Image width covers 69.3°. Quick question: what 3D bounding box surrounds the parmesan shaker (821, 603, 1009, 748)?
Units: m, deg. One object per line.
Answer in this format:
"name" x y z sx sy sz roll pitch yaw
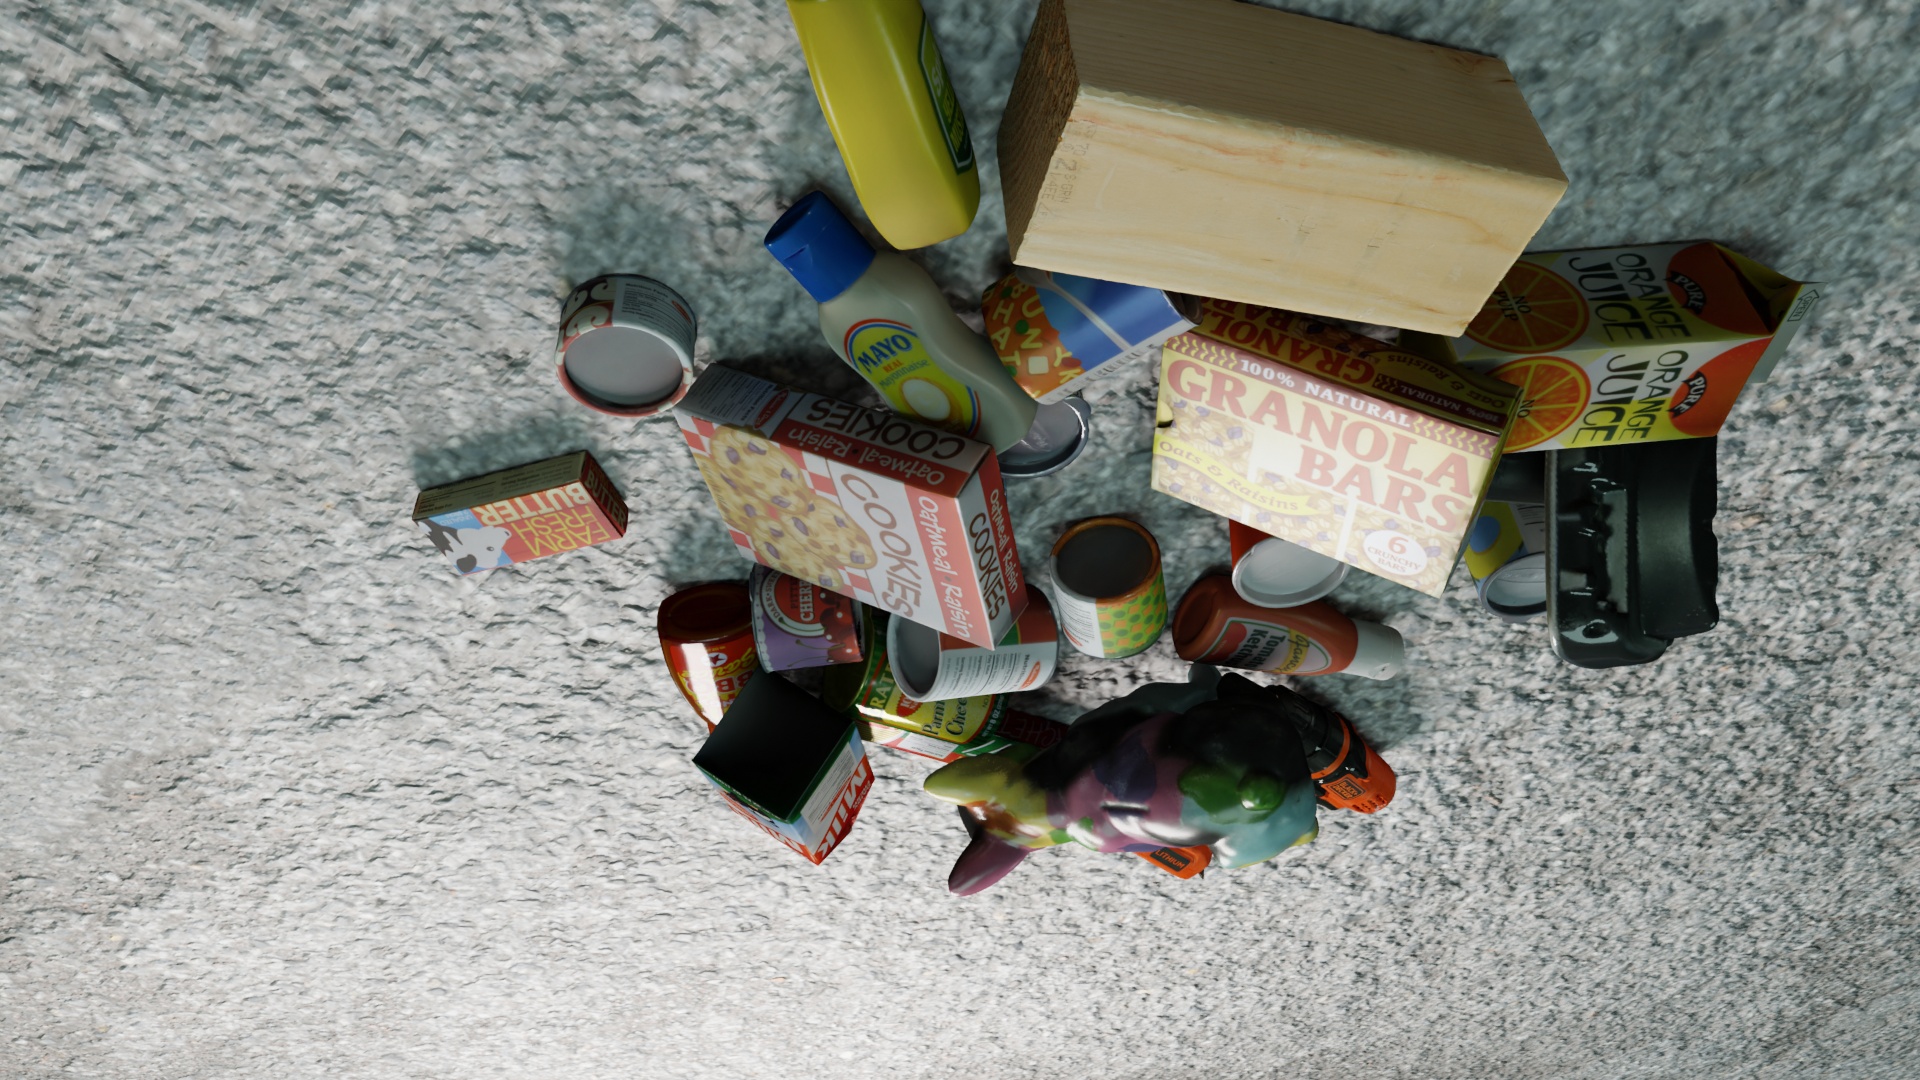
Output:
"parmesan shaker" -0.026 0.087 0.886 0.103 0.071 0.071 19 135 -27

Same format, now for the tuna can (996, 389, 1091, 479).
"tuna can" 0.035 -0.067 0.730 0.071 0.033 0.070 -3 140 -2

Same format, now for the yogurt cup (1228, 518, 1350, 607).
"yogurt cup" 0.188 -0.001 0.810 0.072 0.054 0.072 -3 140 -2

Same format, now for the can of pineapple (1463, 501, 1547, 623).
"can of pineapple" 0.335 0.006 0.831 0.071 0.058 0.070 -3 140 -2

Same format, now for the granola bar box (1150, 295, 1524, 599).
"granola bar box" 0.180 -0.049 0.696 0.166 0.039 0.123 23 146 21

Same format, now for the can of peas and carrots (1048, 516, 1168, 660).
"can of peas and carrots" 0.090 0.027 0.826 0.071 0.071 0.058 -10 140 6

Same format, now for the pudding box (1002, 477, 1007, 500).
"pudding box" 0.003 -0.010 0.798 0.050 0.030 0.083 -4 140 1

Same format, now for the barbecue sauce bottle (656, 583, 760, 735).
"barbecue sauce bottle" -0.151 0.088 0.888 0.065 0.044 0.147 -8 141 -6

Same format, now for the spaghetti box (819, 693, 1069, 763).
"spaghetti box" 0.019 0.141 0.982 0.250 0.029 0.050 20 134 -27

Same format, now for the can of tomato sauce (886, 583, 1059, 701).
"can of tomato sauce" 0.006 0.059 0.837 0.083 0.071 0.070 -2 144 -33

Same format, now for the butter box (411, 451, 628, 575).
"butter box" -0.243 -0.014 0.770 0.103 0.024 0.053 -13 139 9

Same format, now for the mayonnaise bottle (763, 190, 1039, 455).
"mayonnaise bottle" -0.030 -0.098 0.655 0.064 0.041 0.148 -23 123 37

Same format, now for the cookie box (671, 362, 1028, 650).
"cookie box" -0.053 -0.018 0.712 0.167 0.040 0.122 18 147 25

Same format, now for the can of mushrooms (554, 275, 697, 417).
"can of mushrooms" -0.164 -0.092 0.678 0.071 0.033 0.070 -4 141 -3

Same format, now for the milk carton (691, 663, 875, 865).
"milk carton" -0.108 0.155 0.905 0.072 0.074 0.189 29 161 14

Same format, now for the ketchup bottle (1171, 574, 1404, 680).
"ketchup bottle" 0.215 0.061 0.896 0.149 0.044 0.064 11 138 -19

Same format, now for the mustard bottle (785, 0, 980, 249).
"mustard bottle" -0.035 -0.193 0.549 0.049 0.065 0.159 -11 136 14

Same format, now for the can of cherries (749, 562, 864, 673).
"can of cherries" -0.090 0.041 0.820 0.058 0.072 0.071 -6 140 1

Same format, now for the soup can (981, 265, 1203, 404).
"soup can" 0.060 -0.113 0.654 0.083 0.072 0.071 -27 135 25

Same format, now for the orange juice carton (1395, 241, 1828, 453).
"orange juice carton" 0.324 -0.096 0.695 0.193 0.073 0.071 -5 141 -1
